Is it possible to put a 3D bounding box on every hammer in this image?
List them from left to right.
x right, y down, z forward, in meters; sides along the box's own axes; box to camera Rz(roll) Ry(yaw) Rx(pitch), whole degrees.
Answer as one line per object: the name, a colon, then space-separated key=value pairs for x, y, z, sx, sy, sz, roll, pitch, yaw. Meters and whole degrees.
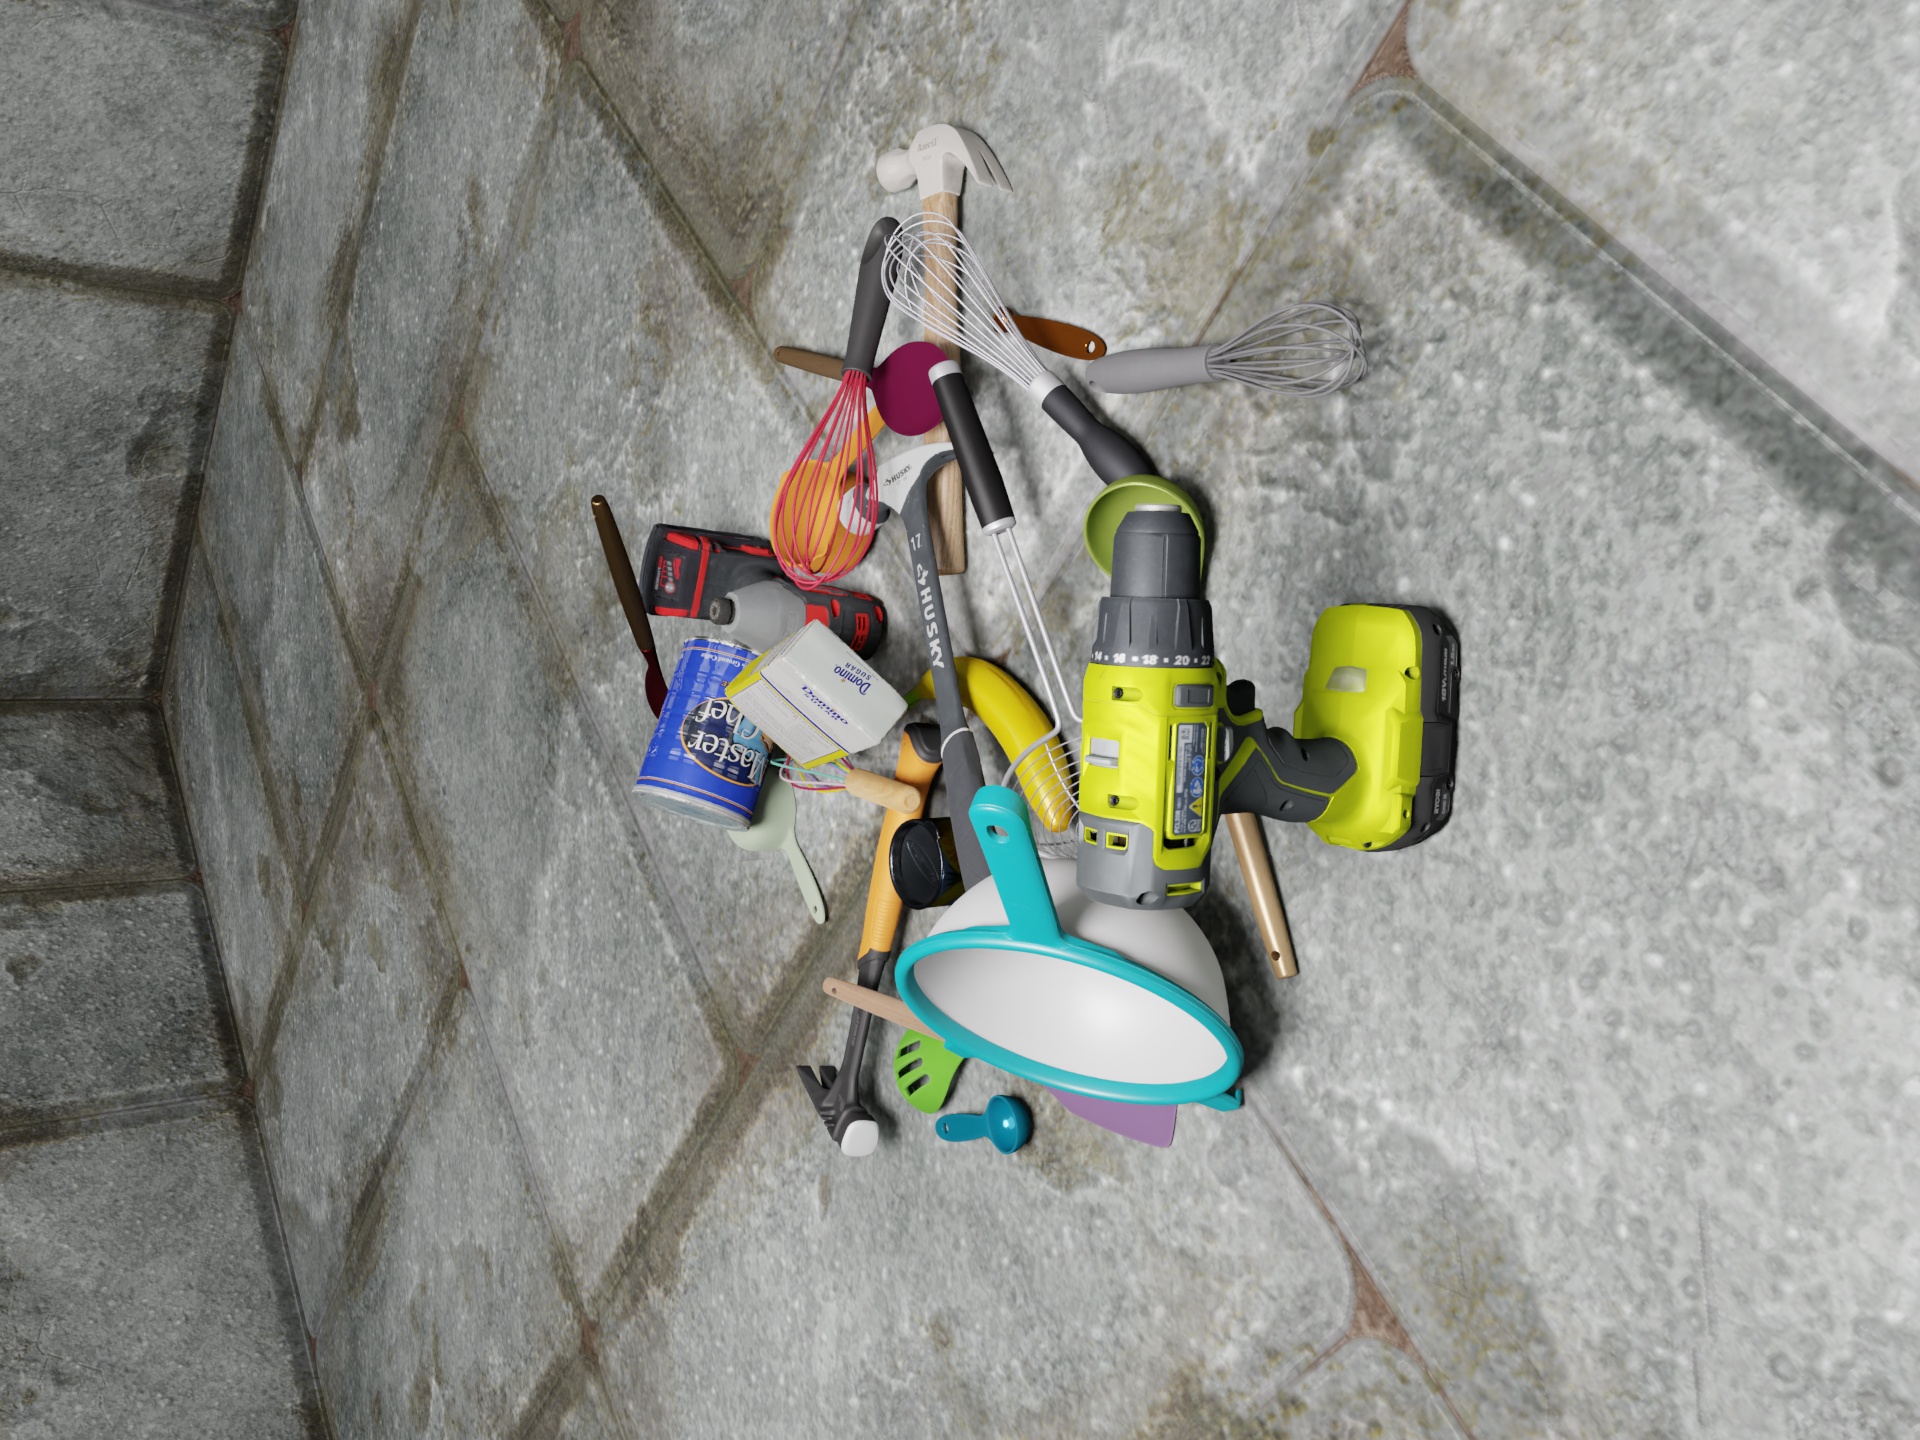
hammer: x=-0.065 y=0.162 z=1.248 sx=0.127 sy=0.034 sz=0.337 roll=-142 pitch=63 yaw=-62
hammer: x=-0.012 y=-0.274 z=1.183 sx=0.130 sy=0.031 sz=0.331 roll=1 pitch=92 yaw=53
hammer: x=-0.002 y=-0.004 z=1.111 sx=0.149 sy=0.036 sz=0.409 roll=-28 pitch=67 yaw=46

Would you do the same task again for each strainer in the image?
strainer: x=0.060 y=0.108 z=0.908 sx=0.211 sy=0.340 sz=0.095 roll=8 pitch=56 yaw=20

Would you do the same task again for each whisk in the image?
whisk: x=-0.092 y=0.042 z=1.250 sx=0.245 sy=0.051 sz=0.047 roll=13 pitch=90 yaw=63
whisk: x=-0.079 y=-0.234 z=1.161 sx=0.073 sy=0.073 sz=0.296 roll=-6 pitch=69 yaw=52
whisk: x=0.039 y=-0.244 z=1.071 sx=0.285 sy=0.070 sz=0.070 roll=50 pitch=129 yaw=21
whisk: x=0.152 y=-0.217 z=0.962 sx=0.239 sy=0.055 sz=0.055 roll=10 pitch=99 yaw=55

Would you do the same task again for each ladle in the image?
ladle: x=-0.268 y=-0.080 z=1.338 sx=0.069 sy=0.031 sz=0.315 roll=44 pitch=158 yaw=27
ladle: x=0.147 y=0.001 z=0.967 sx=0.078 sy=0.062 sz=0.320 roll=-24 pitch=74 yaw=38

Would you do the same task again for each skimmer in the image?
skimmer: x=0.045 y=-0.078 z=1.029 sx=0.090 sy=0.127 sz=0.363 roll=64 pitch=-173 yaw=-80

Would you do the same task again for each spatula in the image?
spatula: x=0.019 y=0.227 z=1.124 sx=0.316 sy=0.018 sz=0.060 roll=11 pitch=99 yaw=39

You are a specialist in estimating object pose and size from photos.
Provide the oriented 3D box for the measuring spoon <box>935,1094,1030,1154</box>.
measuring spoon: x=0.018 y=0.299 z=1.177 sx=0.128 sy=0.021 sz=0.042 roll=-28 pitch=69 yaw=59

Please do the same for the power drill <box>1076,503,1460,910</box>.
power drill: x=0.154 y=-0.009 z=0.812 sx=0.080 sy=0.228 sz=0.190 roll=8 pitch=97 yaw=52

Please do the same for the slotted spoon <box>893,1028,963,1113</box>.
slotted spoon: x=0.033 y=0.208 z=1.142 sx=0.313 sy=0.031 sz=0.070 roll=-43 pitch=55 yaw=42

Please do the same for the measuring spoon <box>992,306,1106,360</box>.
measuring spoon: x=0.063 y=-0.268 z=1.106 sx=0.117 sy=0.011 sz=0.021 roll=31 pitch=113 yaw=44

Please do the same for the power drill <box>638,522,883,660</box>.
power drill: x=-0.175 y=-0.101 z=1.308 sx=0.220 sy=0.143 sz=0.078 roll=26 pitch=108 yaw=51

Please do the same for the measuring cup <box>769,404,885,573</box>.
measuring cup: x=-0.083 y=-0.190 z=1.265 sx=0.173 sy=0.052 sz=0.095 roll=-48 pitch=52 yaw=27

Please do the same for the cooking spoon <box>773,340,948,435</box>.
cooking spoon: x=-0.082 y=-0.272 z=1.248 sx=0.319 sy=0.017 sz=0.068 roll=32 pitch=110 yaw=56

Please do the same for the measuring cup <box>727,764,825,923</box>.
measuring cup: x=-0.162 y=0.110 z=1.378 sx=0.083 sy=0.038 sz=0.168 roll=-59 pitch=46 yaw=35
